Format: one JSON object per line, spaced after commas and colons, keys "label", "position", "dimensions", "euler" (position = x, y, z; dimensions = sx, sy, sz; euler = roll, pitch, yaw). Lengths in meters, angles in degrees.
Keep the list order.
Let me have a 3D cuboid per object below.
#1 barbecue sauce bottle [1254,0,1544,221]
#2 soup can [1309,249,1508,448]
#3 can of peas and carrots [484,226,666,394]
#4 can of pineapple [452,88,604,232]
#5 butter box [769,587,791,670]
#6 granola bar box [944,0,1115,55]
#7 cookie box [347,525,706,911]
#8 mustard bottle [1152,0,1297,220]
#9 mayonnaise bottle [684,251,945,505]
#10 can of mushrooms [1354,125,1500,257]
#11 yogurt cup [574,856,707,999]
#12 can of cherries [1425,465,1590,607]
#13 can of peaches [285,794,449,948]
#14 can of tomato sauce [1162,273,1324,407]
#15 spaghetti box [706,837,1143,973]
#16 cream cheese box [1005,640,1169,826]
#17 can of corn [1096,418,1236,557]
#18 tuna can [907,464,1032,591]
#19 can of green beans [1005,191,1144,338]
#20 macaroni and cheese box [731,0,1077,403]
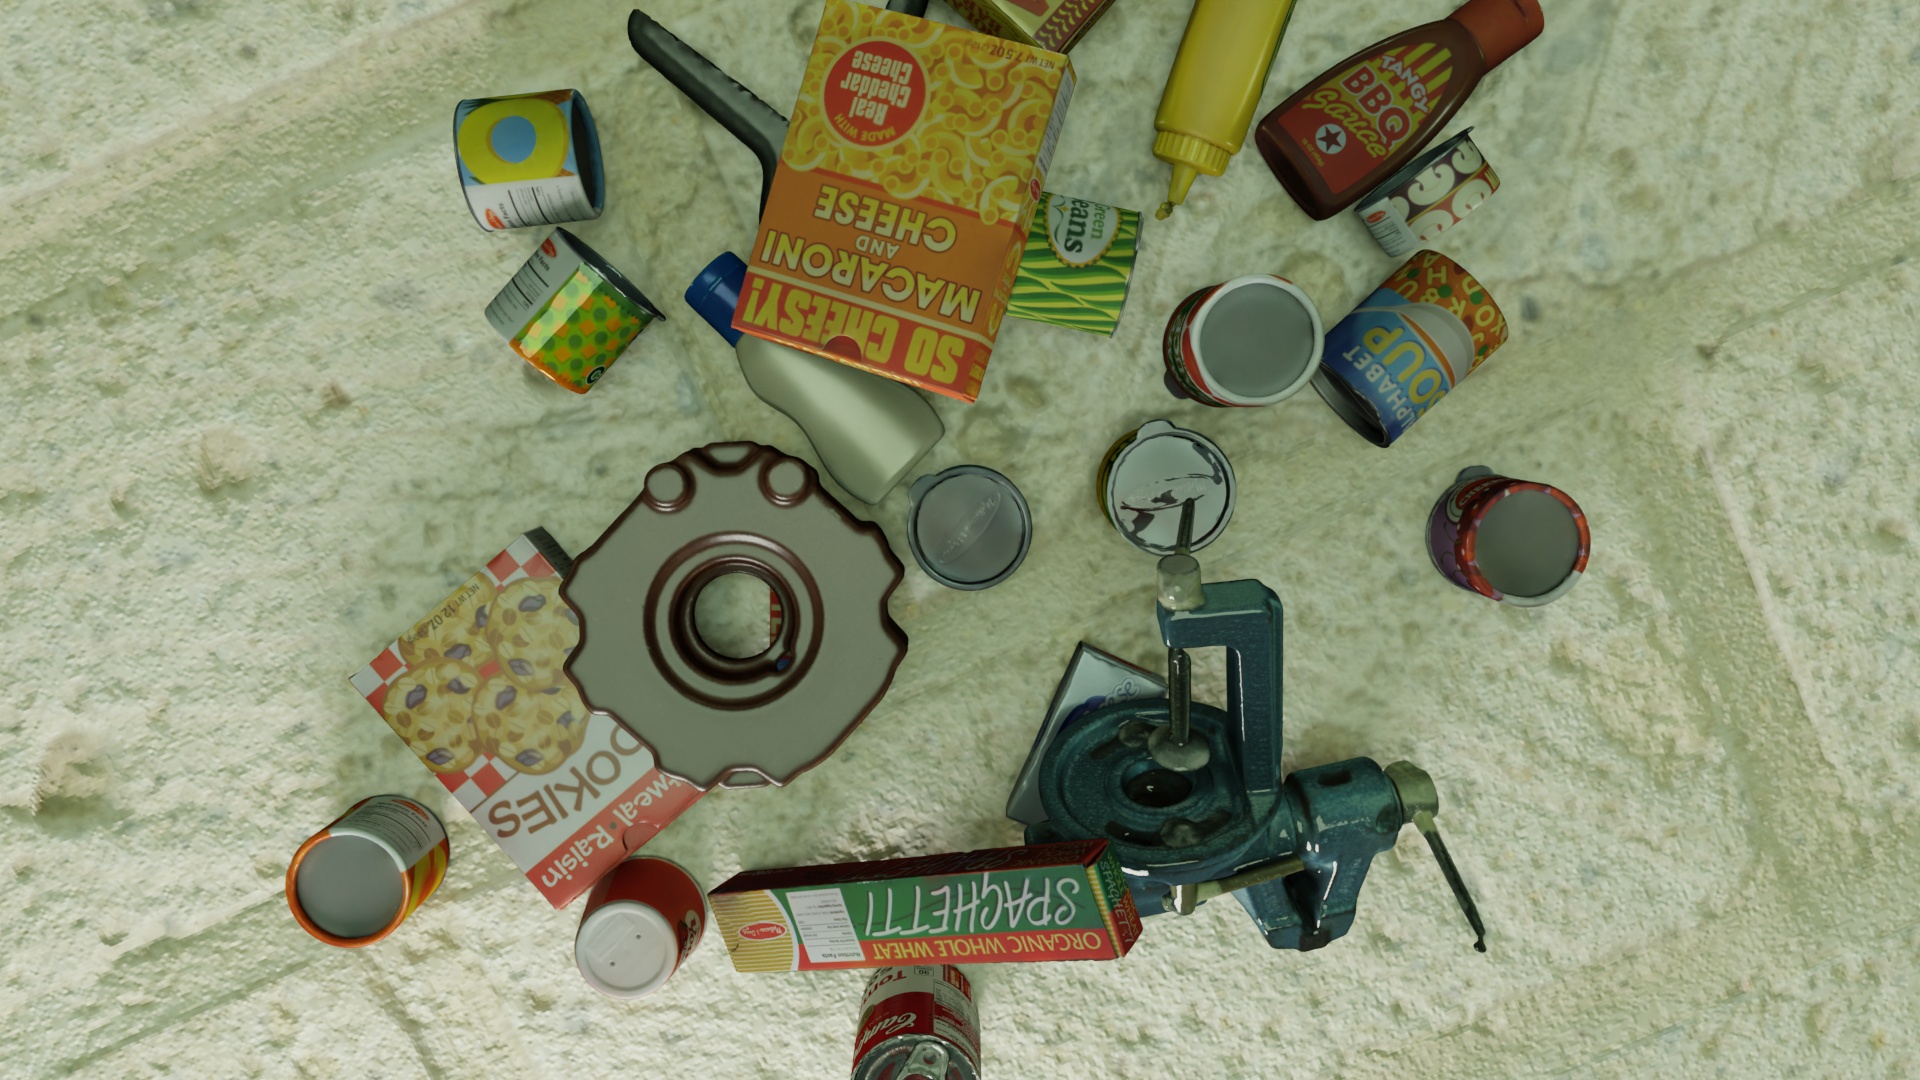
{"label": "barbecue sauce bottle", "position": [0.230, -0.233, 0.720], "dimensions": [0.148, 0.043, 0.065], "euler": [-36, 87, 2]}
{"label": "soup can", "position": [0.230, -0.099, 0.720], "dimensions": [0.084, 0.071, 0.071], "euler": [-42, 95, 3]}
{"label": "can of peas and carrots", "position": [-0.198, -0.116, 0.714], "dimensions": [0.071, 0.071, 0.058], "euler": [43, 94, -5]}
{"label": "can of pineapple", "position": [-0.218, -0.195, 0.706], "dimensions": [0.058, 0.071, 0.071], "euler": [-6, 96, -1]}
{"label": "butter box", "position": [-0.077, 0.046, 0.752], "dimensions": [0.053, 0.024, 0.103], "euler": [1, 96, -2]}
{"label": "granola bar box", "position": [0.050, -0.334, 0.696], "dimensions": [0.124, 0.039, 0.166], "euler": [41, 83, -4]}
{"label": "cookie box", "position": [-0.221, 0.096, 0.746], "dimensions": [0.123, 0.040, 0.167], "euler": [-40, 95, 2]}
{"label": "mustard bottle", "position": [0.133, -0.240, 0.711], "dimensions": [0.049, 0.065, 0.160], "euler": [19, 101, 3]}
{"label": "mayonnaise bottle", "position": [-0.079, -0.088, 0.731], "dimensions": [0.148, 0.041, 0.065], "euler": [44, 92, -3]}
{"label": "can of mushrooms", "position": [0.242, -0.179, 0.715], "dimensions": [0.071, 0.071, 0.033], "euler": [-37, 96, 3]}
{"label": "yogurt cup", "position": [-0.175, 0.212, 0.751], "dimensions": [0.072, 0.054, 0.072], "euler": [0, 95, -1]}
{"label": "can of cherries", "position": [0.288, -0.003, 0.736], "dimensions": [0.071, 0.058, 0.071], "euler": [0, 96, -1]}
{"label": "can of peaches", "position": [-0.317, 0.178, 0.744], "dimensions": [0.071, 0.058, 0.071], "euler": [0, 95, -1]}
{"label": "can of tomato sauce", "position": [0.141, -0.100, 0.712], "dimensions": [0.071, 0.083, 0.071], "euler": [0, 96, -1]}
{"label": "spaghetti box", "position": [-0.026, 0.187, 0.698], "dimensions": [0.249, 0.029, 0.050], "euler": [-14, 98, 35]}
{"label": "cream cheese box", "position": [0.069, 0.113, 0.761], "dimensions": [0.053, 0.024, 0.103], "euler": [24, 95, -3]}
{"label": "can of corn", "position": [0.106, -0.030, 0.731], "dimensions": [0.071, 0.058, 0.071], "euler": [0, 96, -1]}
{"label": "tuna can", "position": [0.003, -0.009, 0.744], "dimensions": [0.071, 0.033, 0.071], "euler": [0, 96, -1]}
{"label": "can of green beans", "position": [0.057, -0.142, 0.715], "dimensions": [0.058, 0.071, 0.071], "euler": [12, 96, -2]}
{"label": "macaroni and cheese box", "position": [-0.028, -0.164, 0.673], "dimensions": [0.124, 0.040, 0.166], "euler": [18, 93, 11]}
